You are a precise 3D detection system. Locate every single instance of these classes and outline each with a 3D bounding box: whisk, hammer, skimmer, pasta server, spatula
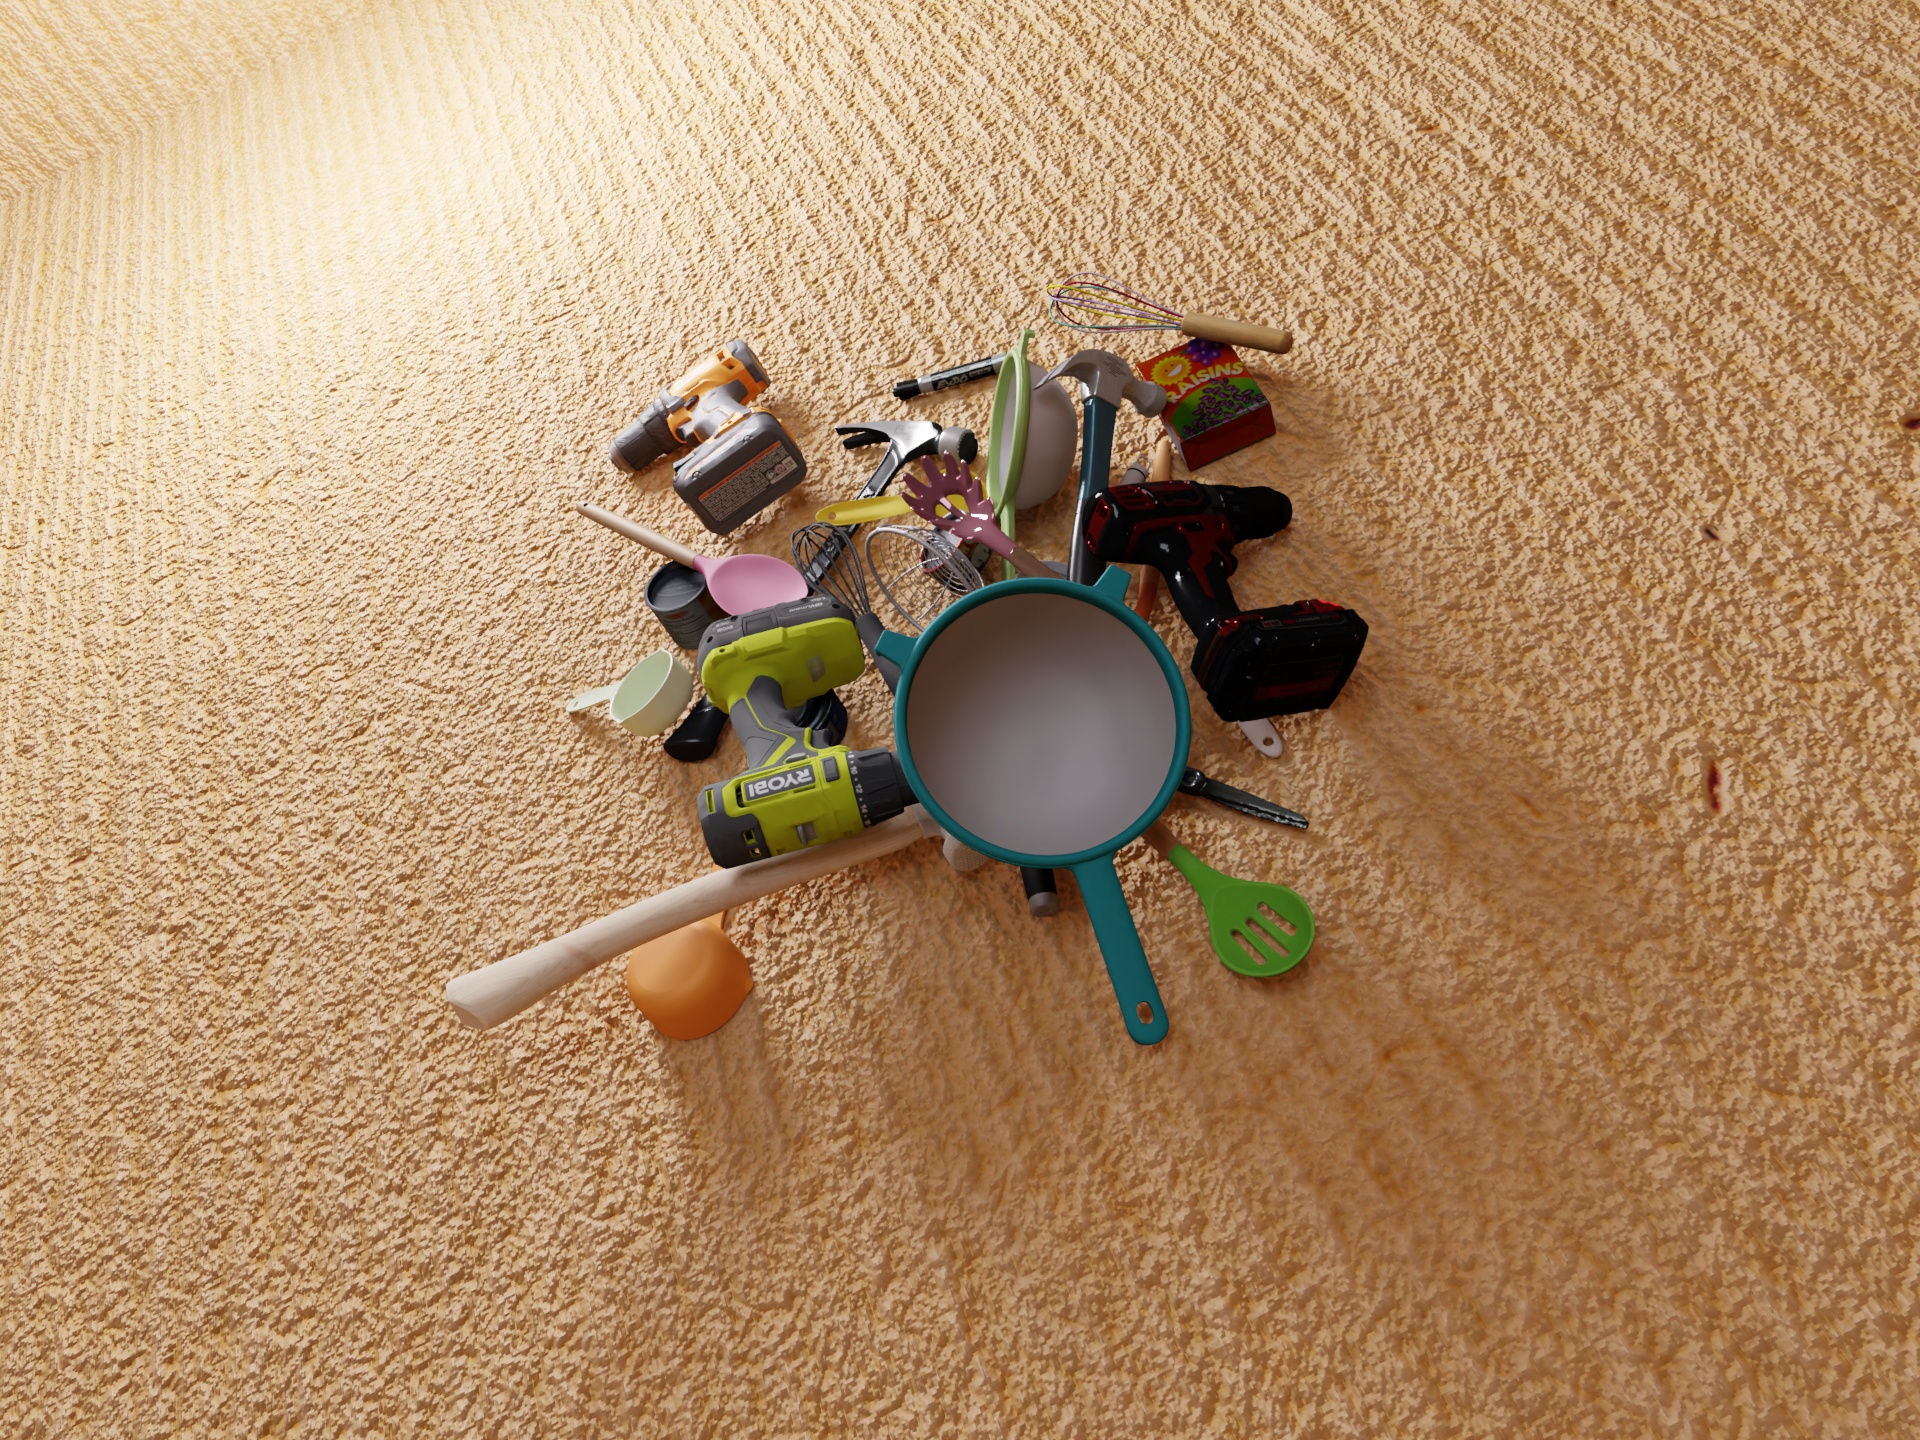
[{"bbox_3d":[0.184,-0.365,1.443,0.245,0.047,0.051,19,59,27],"label":"whisk"},{"bbox_3d":[-0.079,-0.083,1.362,0.055,0.055,0.239,-31,64,-3],"label":"whisk"},{"bbox_3d":[0.109,-0.165,1.316,0.033,0.128,0.331,-23,52,48],"label":"hammer"},{"bbox_3d":[-0.188,0.126,1.210,0.410,0.038,0.146,-22,43,-12],"label":"hammer"},{"bbox_3d":[-0.002,-0.004,1.259,0.090,0.127,0.364,-10,57,-6],"label":"skimmer"},{"bbox_3d":[0.057,-0.122,1.258,0.060,0.040,0.317,-43,51,-5],"label":"pasta server"},{"bbox_3d":[0.166,-0.128,1.316,0.041,0.081,0.323,-20,41,32],"label":"spatula"},{"bbox_3d":[-0.144,-0.128,1.454,0.149,0.036,0.409,17,62,33],"label":"hammer"}]

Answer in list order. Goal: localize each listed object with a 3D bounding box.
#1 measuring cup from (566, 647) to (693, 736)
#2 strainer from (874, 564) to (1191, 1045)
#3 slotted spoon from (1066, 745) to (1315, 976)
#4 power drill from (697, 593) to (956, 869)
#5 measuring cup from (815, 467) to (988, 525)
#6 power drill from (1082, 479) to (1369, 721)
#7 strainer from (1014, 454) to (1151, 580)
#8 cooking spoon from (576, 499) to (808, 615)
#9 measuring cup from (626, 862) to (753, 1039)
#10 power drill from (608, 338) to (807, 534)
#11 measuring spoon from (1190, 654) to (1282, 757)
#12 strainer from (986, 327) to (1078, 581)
[{"bbox_3d":[-0.298,-0.015,1.423,0.167,0.038,0.083,-10,47,46],"label":"measuring cup"},{"bbox_3d":[0.075,0.069,1.142,0.211,0.095,0.340,-17,78,-9],"label":"strainer"},{"bbox_3d":[0.143,0.080,1.163,0.070,0.031,0.314,-42,52,-3],"label":"slotted spoon"},{"bbox_3d":[-0.114,0.005,1.246,0.190,0.080,0.229,-15,44,-3],"label":"power drill"},{"bbox_3d":[-0.053,-0.190,1.437,0.156,0.029,0.062,-9,77,-6],"label":"measuring cup"},{"bbox_3d":[0.220,-0.109,1.234,0.188,0.080,0.227,-8,47,-27],"label":"power drill"},{"bbox_3d":[0.109,-0.140,1.354,0.087,0.050,0.258,34,58,-4],"label":"strainer"},{"bbox_3d":[-0.254,-0.152,1.450,0.319,0.017,0.069,26,66,36],"label":"cooking spoon"},{"bbox_3d":[-0.207,0.159,1.240,0.095,0.052,0.174,-6,54,19],"label":"measuring cup"},{"bbox_3d":[-0.258,-0.274,1.584,0.185,0.084,0.226,-34,41,4],"label":"power drill"},{"bbox_3d":[0.214,-0.017,1.226,0.034,0.018,0.124,-28,49,-1],"label":"measuring spoon"},{"bbox_3d":[0.067,-0.201,1.393,0.069,0.151,0.256,4,71,-9],"label":"strainer"}]
